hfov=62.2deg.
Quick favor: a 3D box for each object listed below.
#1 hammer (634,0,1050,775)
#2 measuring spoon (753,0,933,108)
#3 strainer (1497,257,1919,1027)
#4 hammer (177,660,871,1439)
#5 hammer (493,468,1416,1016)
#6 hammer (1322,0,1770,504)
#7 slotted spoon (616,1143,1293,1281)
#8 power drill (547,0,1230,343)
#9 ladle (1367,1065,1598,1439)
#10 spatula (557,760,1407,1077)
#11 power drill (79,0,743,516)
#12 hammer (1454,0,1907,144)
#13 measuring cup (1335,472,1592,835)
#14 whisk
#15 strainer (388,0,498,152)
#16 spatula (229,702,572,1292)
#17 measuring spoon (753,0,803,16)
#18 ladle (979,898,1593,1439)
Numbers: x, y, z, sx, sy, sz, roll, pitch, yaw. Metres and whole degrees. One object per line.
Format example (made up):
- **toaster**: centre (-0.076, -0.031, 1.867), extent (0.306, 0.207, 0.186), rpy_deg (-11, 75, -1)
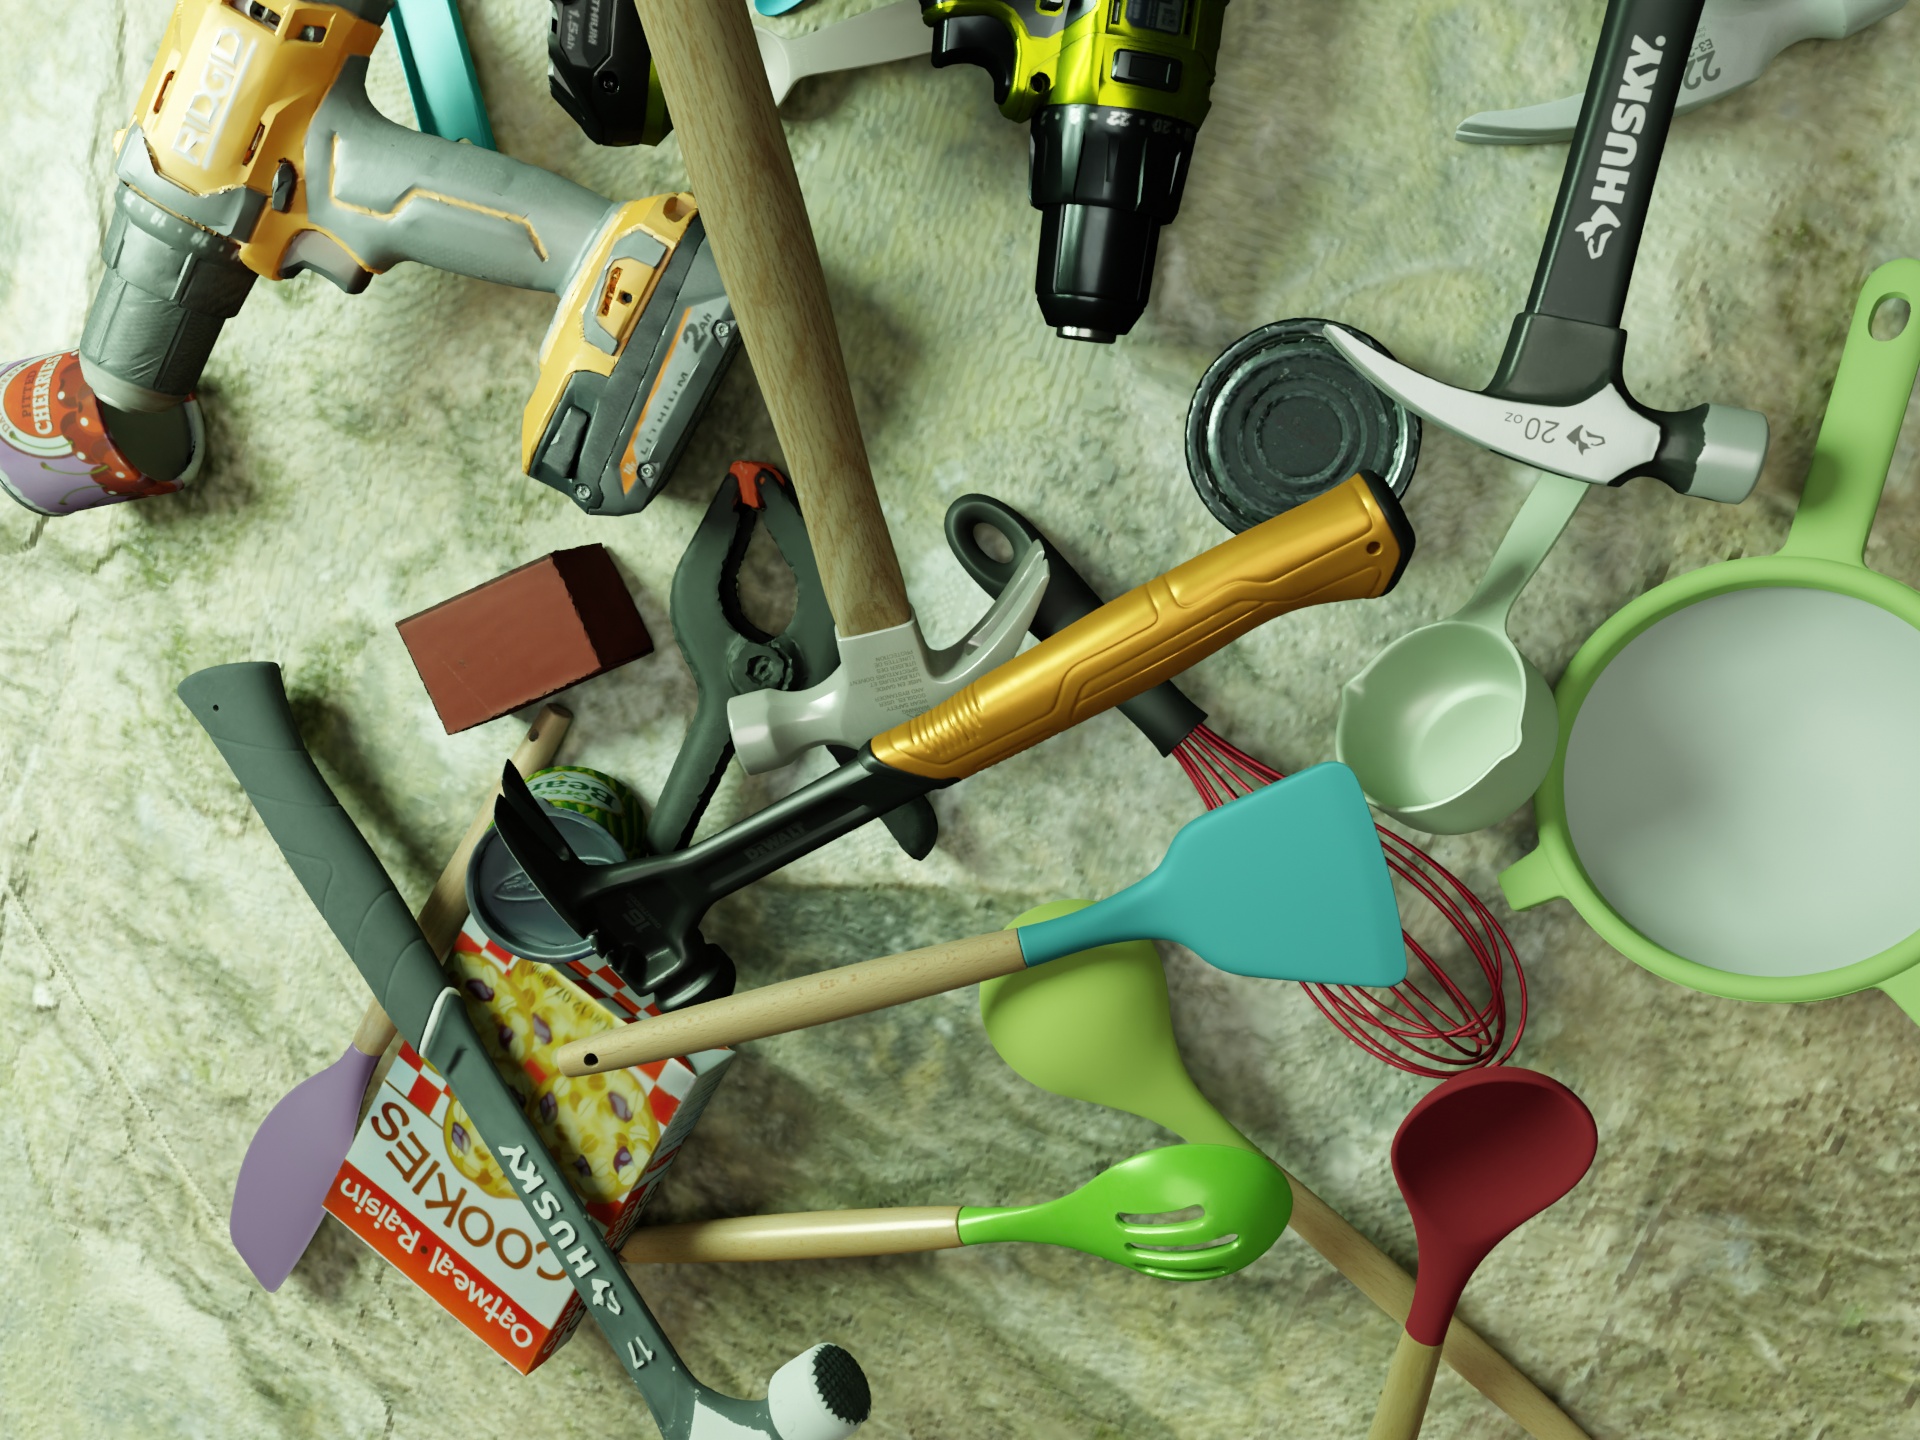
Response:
- **hammer**: centre (-0.054, -0.130, 0.524), extent (0.130, 0.031, 0.331), rpy_deg (-14, 123, 2)
- **measuring spoon**: centre (-0.036, -0.256, 0.605), extent (0.124, 0.018, 0.034), rpy_deg (-12, 97, 6)
- **strainer**: centre (0.299, -0.027, 0.553), extent (0.152, 0.069, 0.256), rpy_deg (15, 88, 40)
- **hammer**: centre (-0.205, 0.143, 0.652), extent (0.149, 0.036, 0.409), rpy_deg (-39, 81, 19)
- **hammer**: centre (-0.001, -0.002, 0.569), extent (0.337, 0.034, 0.127), rpy_deg (-27, 122, 13)
- **hammer**: centre (0.220, -0.246, 0.504), extent (0.146, 0.035, 0.334), rpy_deg (13, 102, 8)
- **slotted spoon**: centre (-0.020, 0.210, 0.651), extent (0.314, 0.031, 0.070), rpy_deg (-11, 120, 24)
- **power drill**: centre (-0.020, -0.237, 0.541), extent (0.228, 0.080, 0.190), rpy_deg (5, 102, -14)
- **ladle**: centre (0.175, 0.257, 0.616), extent (0.069, 0.031, 0.315), rpy_deg (9, 114, 3)
- **spatula**: centre (-0.003, 0.091, 0.585), extent (0.317, 0.044, 0.082), rpy_deg (-15, 95, 7)
- **power drill**: centre (-0.205, -0.160, 0.595), extent (0.226, 0.084, 0.185), rpy_deg (29, 105, -10)
- **hammer**: centre (0.163, -0.389, 0.527), extent (0.144, 0.035, 0.405), rpy_deg (-25, 94, 14)
- **measuring cup**: centre (0.201, -0.033, 0.579), extent (0.038, 0.083, 0.167), rpy_deg (34, 85, -35)
- **whisk**: centre (0.099, 0.020, 0.604), extent (0.296, 0.073, 0.073), rpy_deg (46, 105, 7)
- **strainer**: centre (-0.244, -0.362, 0.584), extent (0.211, 0.095, 0.340), rpy_deg (-13, 96, 13)
- **spatula**: centre (-0.254, 0.124, 0.710), extent (0.060, 0.018, 0.316), rpy_deg (40, 105, 26)
- **measuring spoon**: centre (-0.029, -0.310, 0.593), extent (0.128, 0.021, 0.042), rpy_deg (-35, 104, 24)
- **ladle**: centre (0.136, 0.191, 0.639), extent (0.320, 0.062, 0.078), rpy_deg (41, 103, -5)
